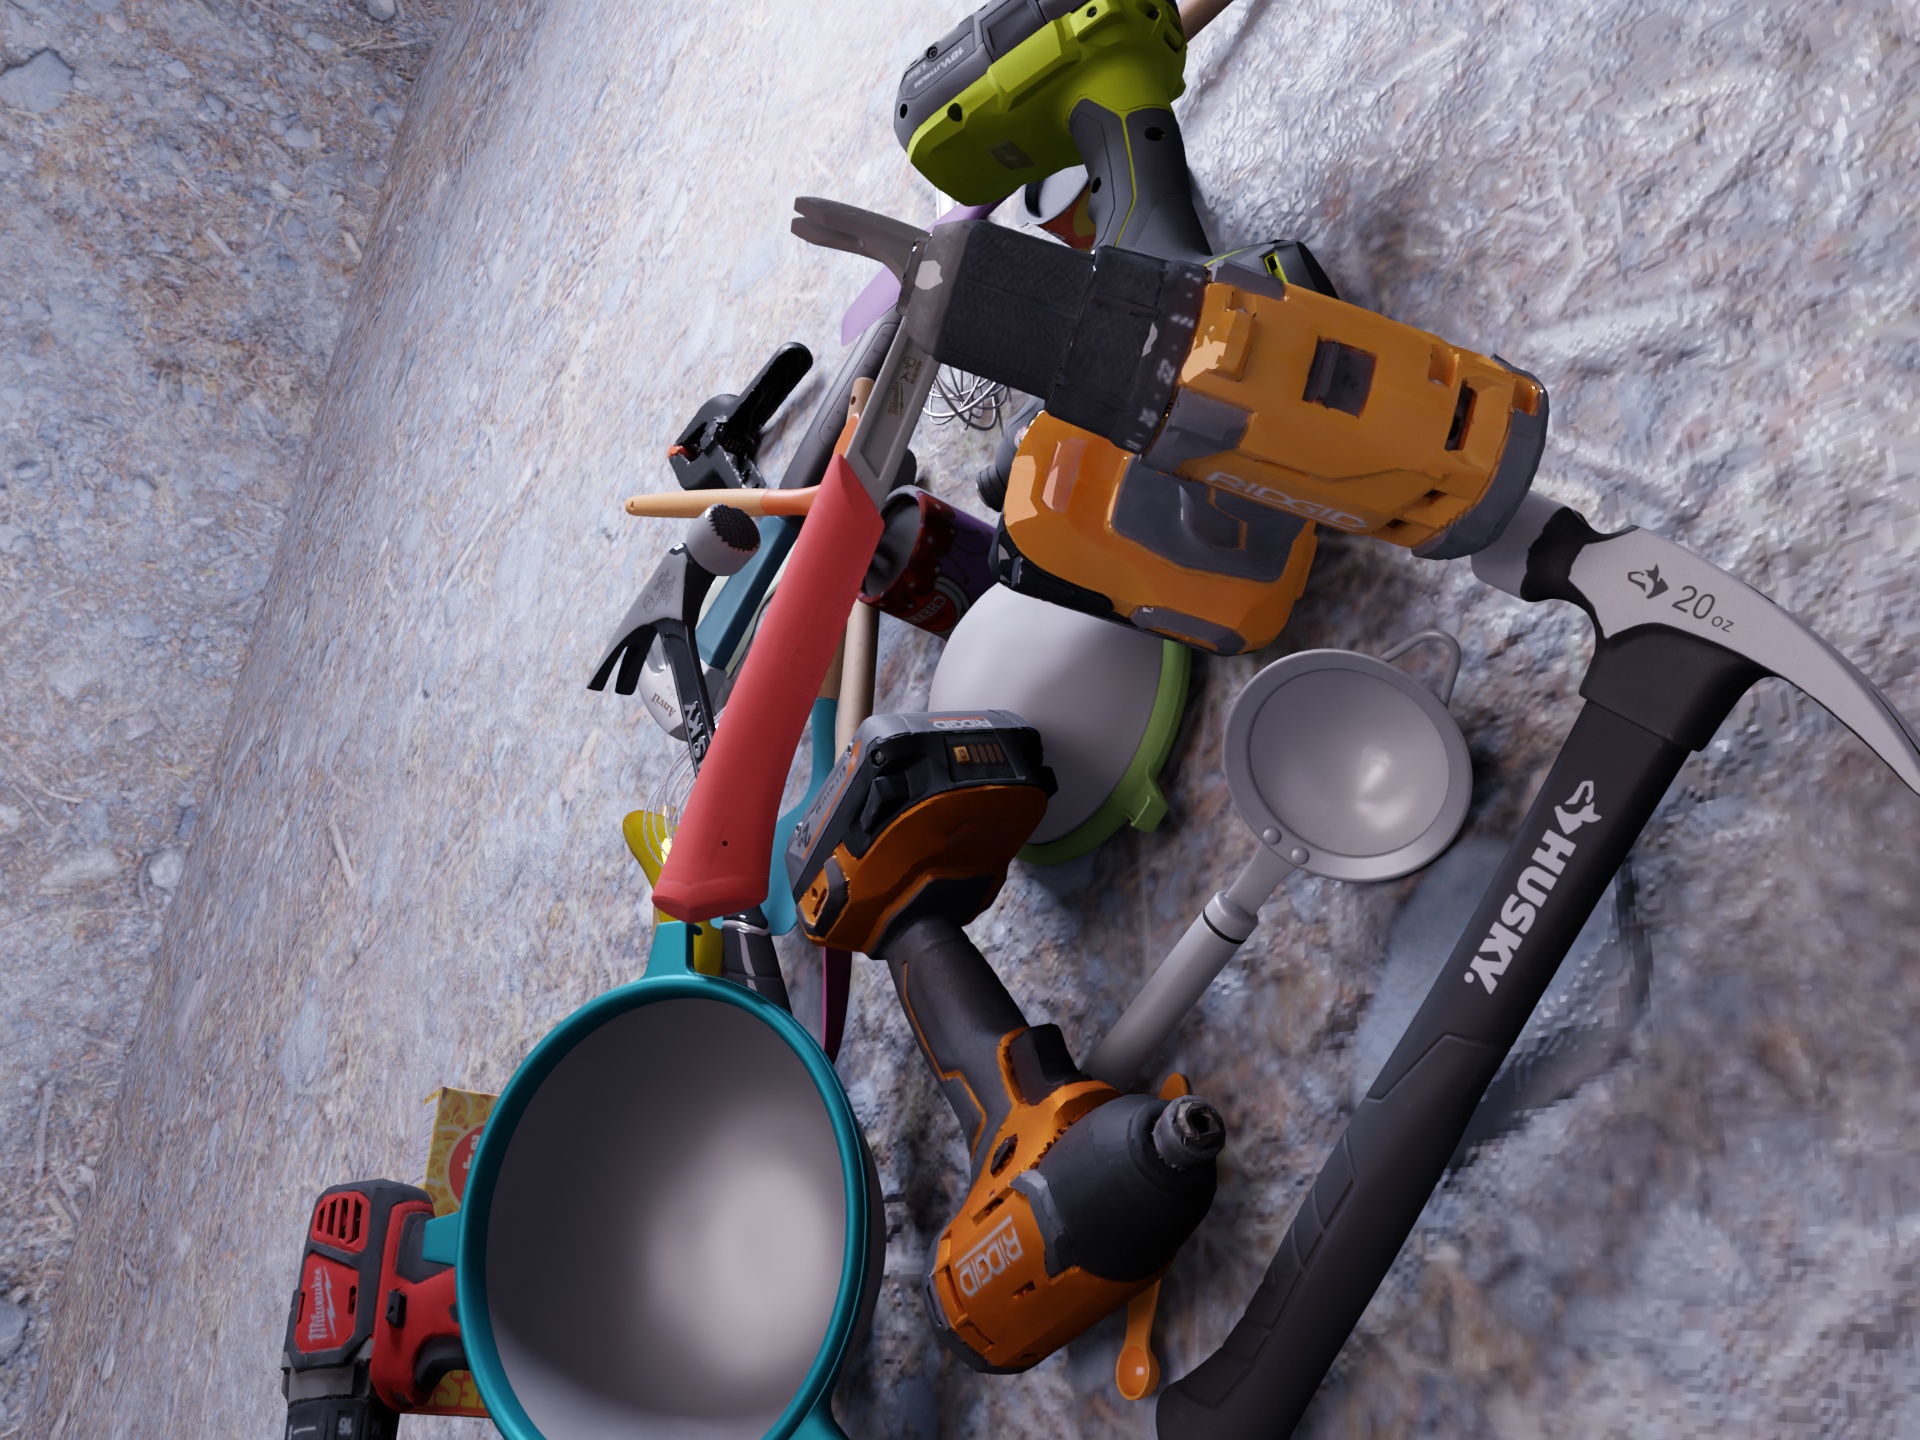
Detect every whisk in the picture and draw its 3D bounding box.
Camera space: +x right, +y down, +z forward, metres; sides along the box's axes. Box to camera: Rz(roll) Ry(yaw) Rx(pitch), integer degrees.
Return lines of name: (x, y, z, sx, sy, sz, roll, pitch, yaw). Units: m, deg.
whisk: (-0.001, -0.254, 0.914, 0.058, 0.059, 0.247, -30, 43, 29)
whisk: (-0.097, -0.032, 0.926, 0.284, 0.070, 0.070, -61, 33, 2)

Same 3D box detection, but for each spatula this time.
spatula: (0.046, -0.308, 0.849, 0.316, 0.018, 0.060, -35, 34, 27)
spatula: (-0.129, -0.127, 0.922, 0.323, 0.041, 0.081, 9, 99, 53)
spatula: (-0.079, -0.039, 0.875, 0.082, 0.044, 0.317, -3, 78, 51)

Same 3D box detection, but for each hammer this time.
hammer: (-0.068, -0.079, 0.735, 0.036, 0.149, 0.359, 120, 171, -68)
hammer: (-0.119, 0.091, 0.820, 0.149, 0.036, 0.409, -39, 55, 37)
hammer: (0.149, 0.107, 0.477, 0.146, 0.035, 0.334, 37, 108, 41)
hammer: (-0.100, -0.135, 0.981, 0.128, 0.033, 0.331, 36, 99, 32)

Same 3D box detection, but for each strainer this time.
strainer: (-0.067, 0.256, 0.649, 0.341, 0.095, 0.211, 41, 95, 33)
strainer: (-0.001, -0.002, 0.744, 0.256, 0.069, 0.152, -24, 53, 51)
strainer: (0.103, 0.064, 0.583, 0.087, 0.050, 0.258, 38, 117, 12)

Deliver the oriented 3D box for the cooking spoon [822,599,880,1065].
cooking spoon: (-0.054, 0.025, 0.791, 0.068, 0.017, 0.319, 99, 174, -58)

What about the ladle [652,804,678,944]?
ladle: (-0.173, 0.175, 0.943, 0.069, 0.031, 0.316, -43, 39, 33)

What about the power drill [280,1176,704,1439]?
power drill: (-0.223, 0.309, 0.771, 0.226, 0.080, 0.188, -10, 56, 8)

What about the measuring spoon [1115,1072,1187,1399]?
measuring spoon: (0.074, 0.188, 0.585, 0.021, 0.011, 0.117, -24, 49, 56)

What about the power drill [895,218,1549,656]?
power drill: (0.063, -0.091, 0.537, 0.226, 0.185, 0.084, 139, 148, -81)

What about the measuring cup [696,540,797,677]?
measuring cup: (-0.144, -0.090, 1.035, 0.167, 0.038, 0.083, -40, 42, 39)

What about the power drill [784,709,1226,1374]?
power drill: (0.017, 0.108, 0.595, 0.164, 0.084, 0.227, -55, 48, 45)

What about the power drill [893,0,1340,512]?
power drill: (0.056, -0.211, 0.703, 0.171, 0.080, 0.223, -27, 67, 26)
